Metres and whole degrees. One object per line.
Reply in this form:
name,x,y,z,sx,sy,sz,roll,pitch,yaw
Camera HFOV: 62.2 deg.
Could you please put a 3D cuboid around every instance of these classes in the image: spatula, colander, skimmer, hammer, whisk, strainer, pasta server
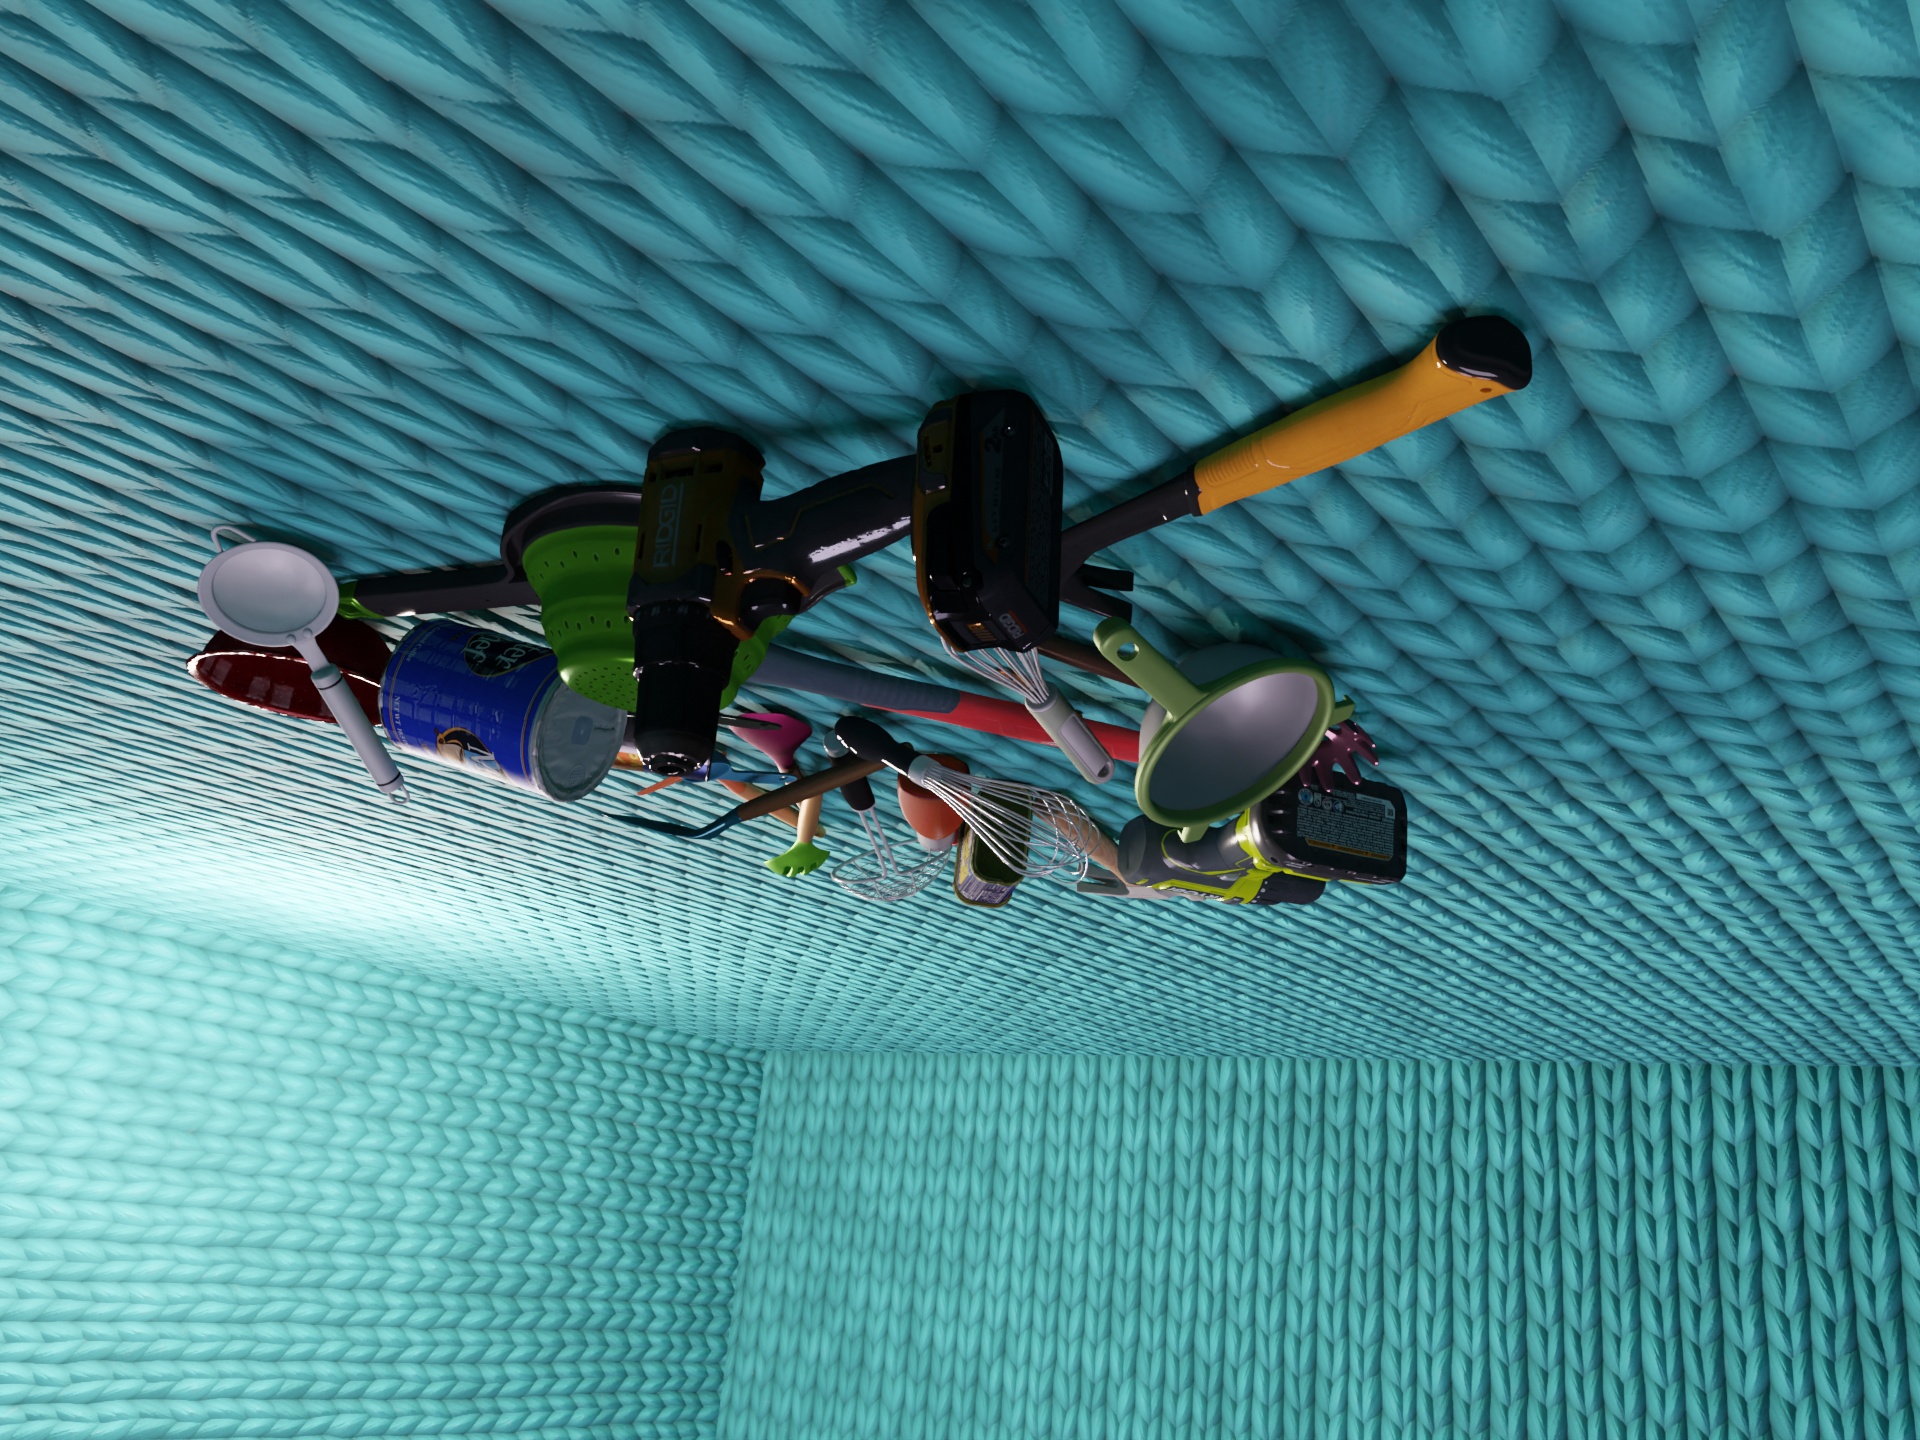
spatula,-0.170,0.061,1.362,0.317,0.044,0.082,-21,159,30
colander,-0.264,-0.057,1.030,0.397,0.095,0.204,-3,160,24
skimmer,-0.086,0.080,1.495,0.127,0.090,0.363,-14,150,1
hammer,0.142,0.130,1.583,0.130,0.031,0.331,-3,160,24
whisk,-0.005,0.051,1.203,0.285,0.070,0.070,26,180,43
hammer,-0.002,-0.004,1.181,0.386,0.038,0.143,12,159,-13
strainer,-0.444,-0.038,1.100,0.087,0.050,0.258,-18,126,-1
whisk,0.051,-0.020,1.060,0.059,0.058,0.246,35,172,40
spatula,-0.198,0.077,1.509,0.081,0.041,0.322,-25,156,12
hammer,0.143,-0.121,0.808,0.127,0.034,0.337,18,158,-32
pasta server,0.164,-0.015,1.122,0.316,0.040,0.060,17,130,-26
strainer,0.142,-0.021,1.027,0.151,0.069,0.256,-41,141,12

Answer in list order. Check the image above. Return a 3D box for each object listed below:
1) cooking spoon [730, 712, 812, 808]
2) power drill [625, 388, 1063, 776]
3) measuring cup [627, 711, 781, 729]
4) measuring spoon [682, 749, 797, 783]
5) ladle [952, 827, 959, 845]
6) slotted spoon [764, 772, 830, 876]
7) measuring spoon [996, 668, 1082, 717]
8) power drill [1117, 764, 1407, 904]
cooking spoon,-0.154,0.045,1.433,0.069,0.017,0.318,0,162,3
power drill,-0.067,-0.068,0.801,0.226,0.185,0.084,-5,158,21
measuring cup,-0.215,-0.023,1.216,0.167,0.038,0.083,11,161,-23
measuring spoon,-0.188,0.039,1.368,0.042,0.021,0.128,-29,158,32
ladle,0.023,0.140,1.656,0.069,0.031,0.315,-14,164,-2
slotted spoon,-0.151,0.106,1.546,0.070,0.031,0.313,-8,162,-12
measuring spoon,0.058,-0.015,1.193,0.021,0.011,0.116,-6,158,33
power drill,0.262,0.107,1.305,0.190,0.080,0.228,13,162,-20
